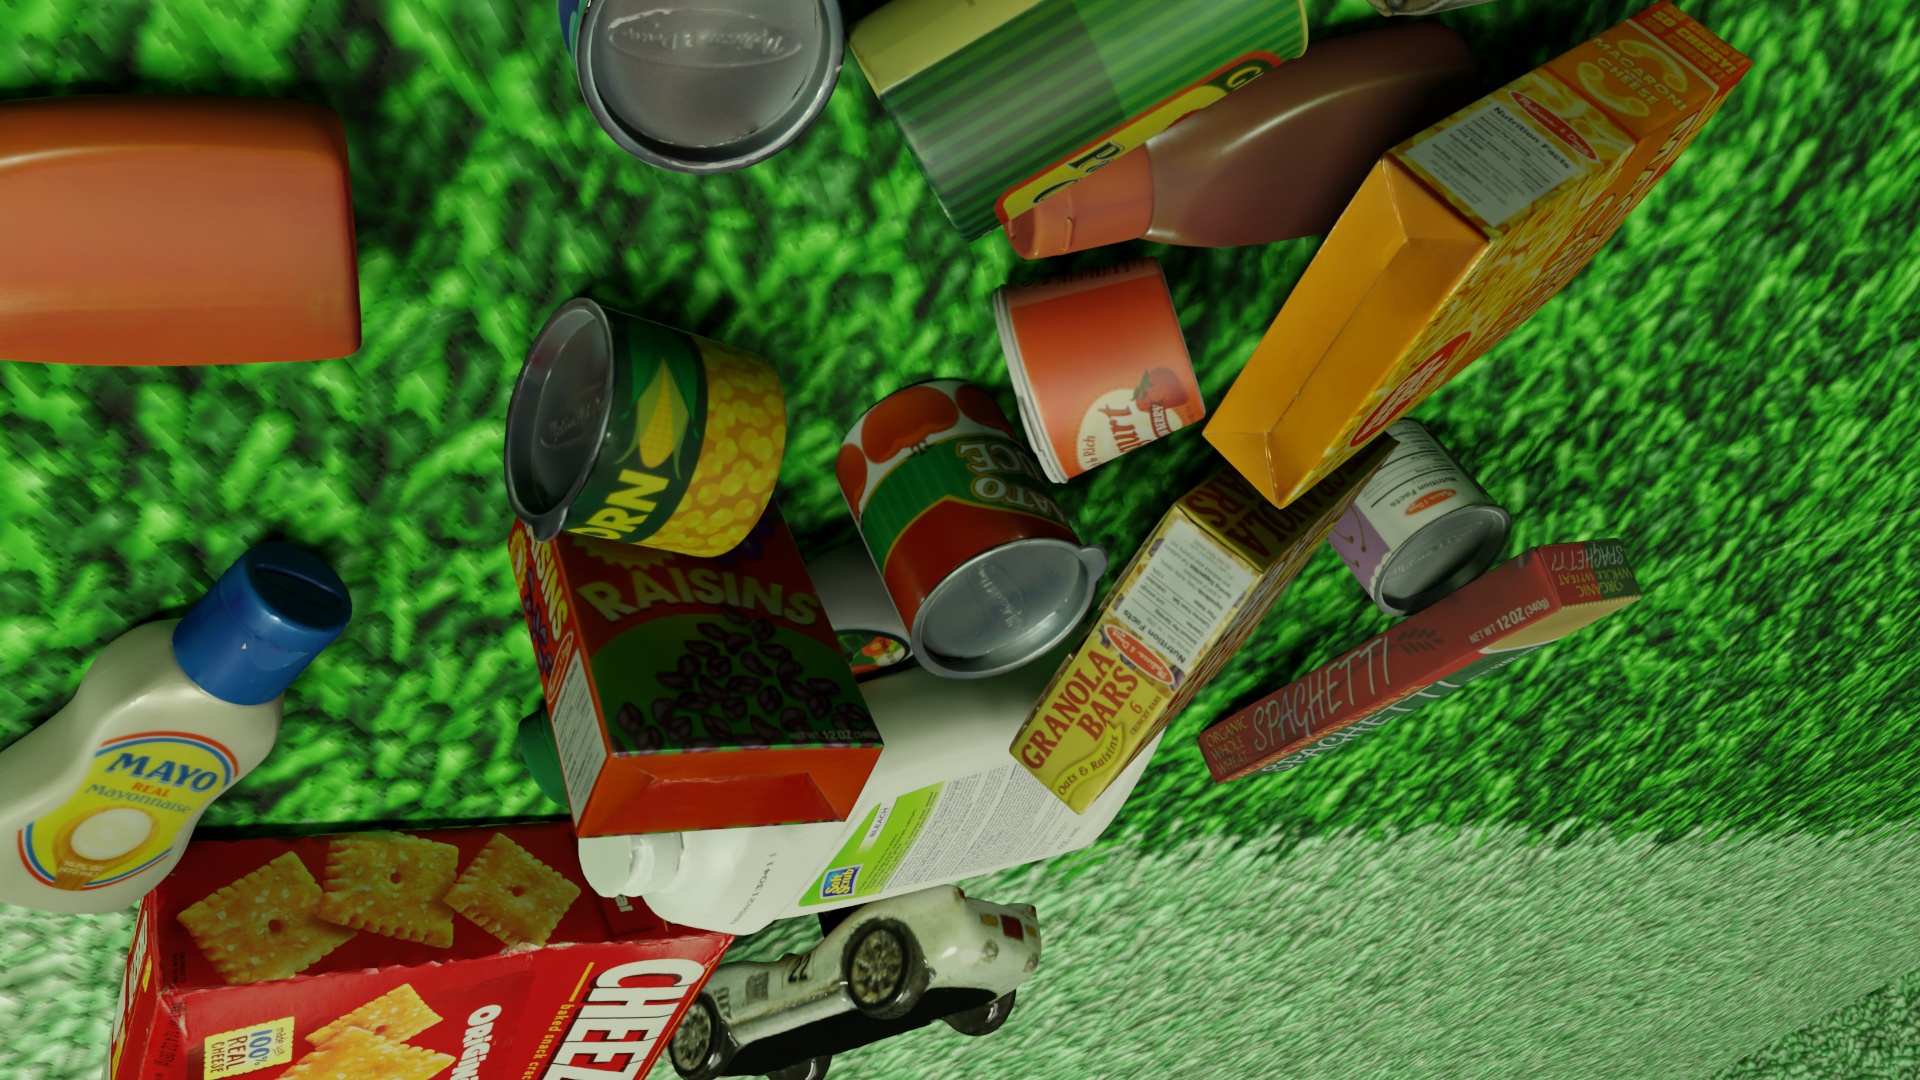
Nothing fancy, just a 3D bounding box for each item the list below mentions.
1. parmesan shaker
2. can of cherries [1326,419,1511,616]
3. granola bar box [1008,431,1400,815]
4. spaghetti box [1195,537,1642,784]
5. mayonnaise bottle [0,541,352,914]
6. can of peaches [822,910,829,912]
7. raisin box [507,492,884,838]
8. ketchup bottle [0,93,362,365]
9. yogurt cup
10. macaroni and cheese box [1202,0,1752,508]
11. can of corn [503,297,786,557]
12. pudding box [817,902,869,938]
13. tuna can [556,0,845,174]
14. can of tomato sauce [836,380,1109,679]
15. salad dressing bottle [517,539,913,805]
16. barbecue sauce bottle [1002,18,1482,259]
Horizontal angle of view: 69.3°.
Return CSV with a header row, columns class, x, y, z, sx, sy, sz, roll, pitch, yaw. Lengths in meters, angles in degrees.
class,x,y,z,sx,sy,sz,roll,pitch,yaw
parmesan shaker,0.029,-0.133,0.369,0.103,0.071,0.071,-29,141,7
can of cherries,0.193,-0.008,0.606,0.071,0.058,0.071,-17,139,-15
granola bar box,0.096,0.018,0.530,0.166,0.039,0.123,-31,156,-54
spaghetti box,0.197,0.063,0.641,0.050,0.029,0.249,-4,157,-28
mayonnaise bottle,-0.251,0.060,0.436,0.147,0.041,0.064,-41,137,17
can of peaches,-0.077,0.120,0.582,0.071,0.071,0.058,-44,138,19
raisin box,-0.086,0.031,0.435,0.086,0.124,0.039,3,131,-32
ketchup bottle,-0.217,-0.069,0.314,0.149,0.044,0.064,-6,135,-24
yogurt cup,0.046,-0.058,0.450,0.054,0.073,0.072,-17,142,11
macaroni and cheese box,0.165,-0.092,0.445,0.167,0.040,0.123,-32,162,-32
can of corn,-0.093,-0.029,0.408,0.058,0.071,0.071,13,126,-40
pudding box,-0.036,0.142,0.643,0.030,0.050,0.083,18,124,-35
tuna can,-0.064,-0.130,0.344,0.071,0.033,0.070,-16,140,-14
can of tomato sauce,0.002,-0.006,0.477,0.071,0.083,0.070,-16,139,-14
salad dressing bottle,-0.089,0.050,0.517,0.148,0.044,0.064,-26,153,-2
barbecue sauce bottle,0.086,-0.120,0.434,0.149,0.044,0.064,-15,146,-14
